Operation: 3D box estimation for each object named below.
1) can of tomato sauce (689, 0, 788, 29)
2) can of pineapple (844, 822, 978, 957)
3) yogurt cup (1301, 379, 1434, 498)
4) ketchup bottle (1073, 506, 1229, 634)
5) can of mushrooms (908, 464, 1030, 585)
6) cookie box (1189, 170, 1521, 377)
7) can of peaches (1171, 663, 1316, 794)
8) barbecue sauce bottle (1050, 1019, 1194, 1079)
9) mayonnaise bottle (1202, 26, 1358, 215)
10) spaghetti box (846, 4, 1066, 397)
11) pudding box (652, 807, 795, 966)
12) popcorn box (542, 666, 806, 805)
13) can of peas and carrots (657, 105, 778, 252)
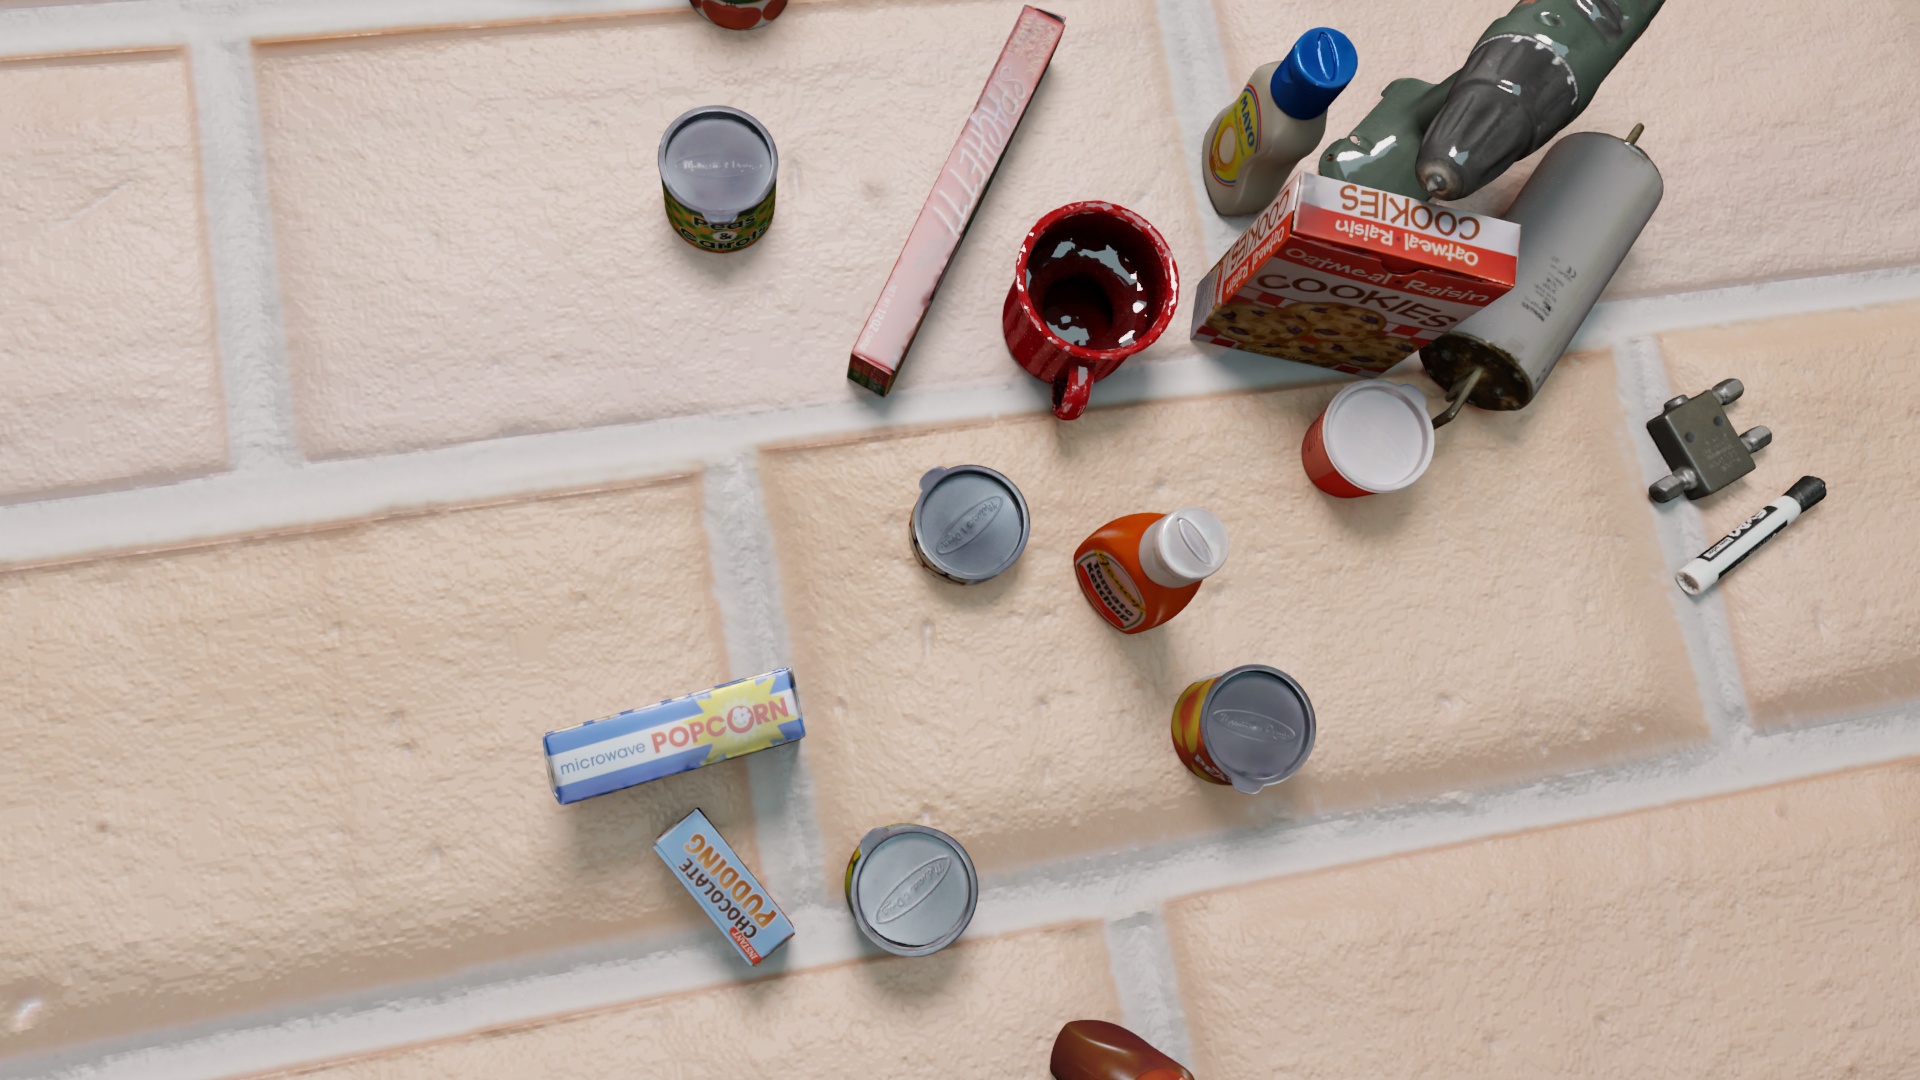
[{"bbox_3d":[-0.132,-0.348,0.810,0.071,0.083,0.071,2,80,-9],"label":"can of tomato sauce"},{"bbox_3d":[-0.028,0.183,0.740,0.071,0.057,0.071,2,80,-9],"label":"can of pineapple"},{"bbox_3d":[0.239,-0.057,0.829,0.072,0.054,0.072,2,80,-9],"label":"yogurt cup"},{"bbox_3d":[0.103,0.012,0.746,0.043,0.148,0.065,-34,87,-13],"label":"ketchup bottle"},{"bbox_3d":[0.003,-0.010,0.793,0.071,0.033,0.071,2,79,-9],"label":"can of mushrooms"},{"bbox_3d":[0.215,-0.143,0.783,0.123,0.167,0.040,11,79,-7],"label":"cookie box"},{"bbox_3d":[0.157,0.107,0.783,0.071,0.058,0.071,2,80,-9],"label":"can of peaches"},{"bbox_3d":[0.090,0.276,0.695,0.065,0.148,0.044,22,78,-4],"label":"barbecue sauce bottle"},{"bbox_3d":[0.183,-0.244,0.807,0.041,0.148,0.065,-6,81,-10],"label":"mayonnaise bottle"},{"bbox_3d":[-0.002,-0.203,0.820,0.029,0.050,0.250,26,77,-4],"label":"spaghetti box"},{"bbox_3d":[-0.124,0.181,0.729,0.030,0.049,0.084,-39,88,-13],"label":"pudding box"},{"bbox_3d":[-0.146,0.102,0.723,0.127,0.085,0.038,-15,83,-11],"label":"popcorn box"},{"bbox_3d":[-0.138,-0.203,0.795,0.071,0.058,0.071,2,80,-9],"label":"can of peas and carrots"}]
